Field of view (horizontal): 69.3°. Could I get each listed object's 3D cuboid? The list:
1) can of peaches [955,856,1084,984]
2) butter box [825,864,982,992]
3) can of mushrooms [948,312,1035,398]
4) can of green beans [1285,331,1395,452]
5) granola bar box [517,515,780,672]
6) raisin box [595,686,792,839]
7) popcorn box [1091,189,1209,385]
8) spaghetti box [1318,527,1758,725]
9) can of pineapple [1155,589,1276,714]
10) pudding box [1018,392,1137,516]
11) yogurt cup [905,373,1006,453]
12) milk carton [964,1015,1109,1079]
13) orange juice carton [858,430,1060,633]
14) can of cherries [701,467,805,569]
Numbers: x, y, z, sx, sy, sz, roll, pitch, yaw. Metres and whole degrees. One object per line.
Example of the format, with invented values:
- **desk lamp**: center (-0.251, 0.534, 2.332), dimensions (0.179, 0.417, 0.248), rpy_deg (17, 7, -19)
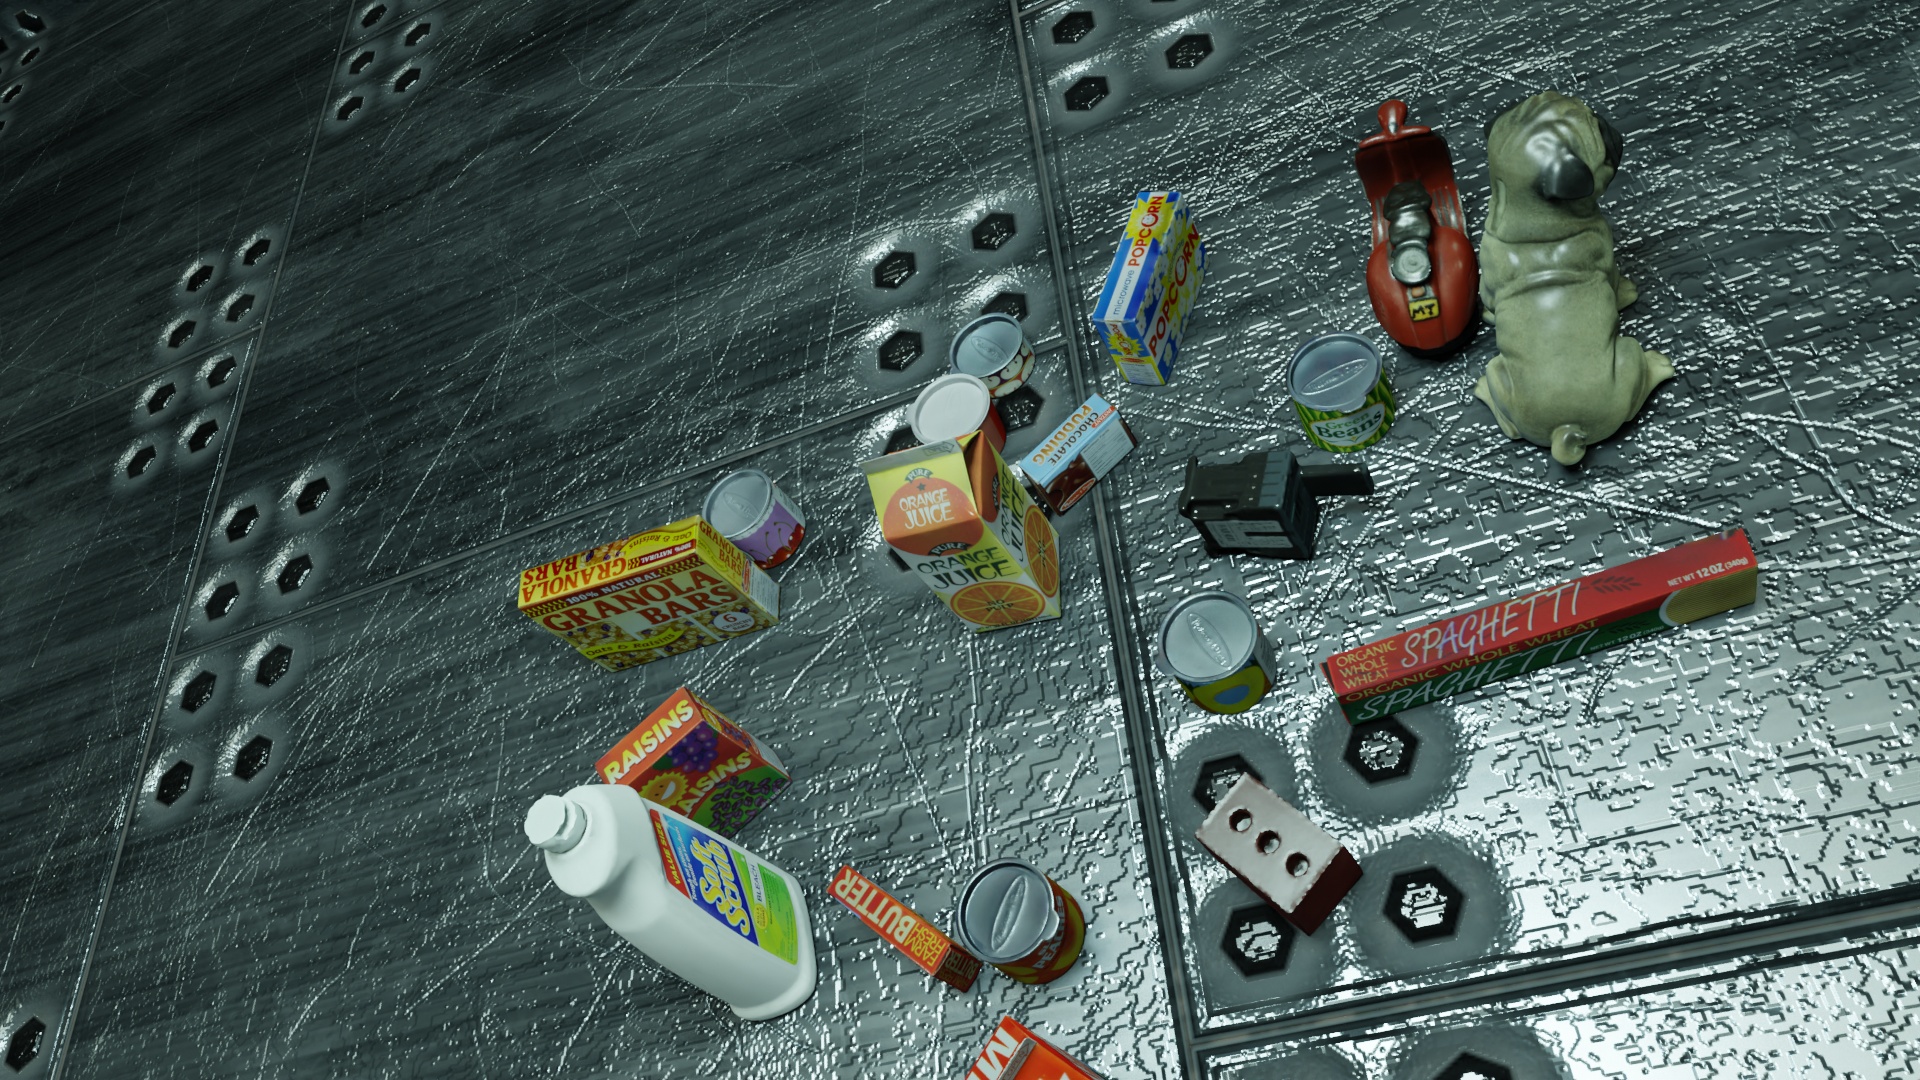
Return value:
- **can of peaches**: center (0.040, 0.242, 0.876), dimensions (0.071, 0.058, 0.071), rpy_deg (-13, 55, 20)
- **butter box**: center (-0.037, 0.254, 0.912), dimensions (0.103, 0.053, 0.024), rpy_deg (27, 76, 37)
- **can of mushrooms**: center (0.025, -0.151, 1.149), dimensions (0.071, 0.033, 0.071), rpy_deg (-13, 55, 20)
- **can of green beans**: center (0.267, -0.103, 0.975), dimensions (0.071, 0.057, 0.071), rpy_deg (-13, 55, 20)
- **granola bar box**: center (-0.246, 0.046, 1.108), dimensions (0.165, 0.124, 0.039), rpy_deg (-17, 54, 18)
- **raisin box**: center (-0.190, 0.167, 1.003), dimensions (0.086, 0.123, 0.040), rpy_deg (-41, 51, -1)
- **popcorn box**: center (0.149, -0.196, 1.078), dimensions (0.038, 0.085, 0.127), rpy_deg (7, 65, 31)
- **spaghetti box**: center (0.345, 0.055, 0.839), dimensions (0.250, 0.050, 0.029), rpy_deg (-20, 53, 15)
- **can of pineapple**: center (0.168, 0.075, 0.915), dimensions (0.071, 0.057, 0.071), rpy_deg (-13, 55, 20)
- **pudding box**: center (0.089, -0.065, 1.050), dimensions (0.084, 0.049, 0.030), rpy_deg (-44, 51, -3)
- **yogurt cup**: center (0.001, -0.091, 1.110), dimensions (0.072, 0.053, 0.073), rpy_deg (-13, 55, 20)
- **milk carton**: center (0.051, 0.314, 0.739), dimensions (0.073, 0.190, 0.072), rpy_deg (25, 75, 37)
- **orange juice carton**: center (0.003, -0.012, 0.970), dimensions (0.072, 0.192, 0.073), rpy_deg (-13, 56, 21)
- **can of cherries**: center (-0.173, -0.016, 1.151), dimensions (0.071, 0.058, 0.072), rpy_deg (-13, 55, 20)
